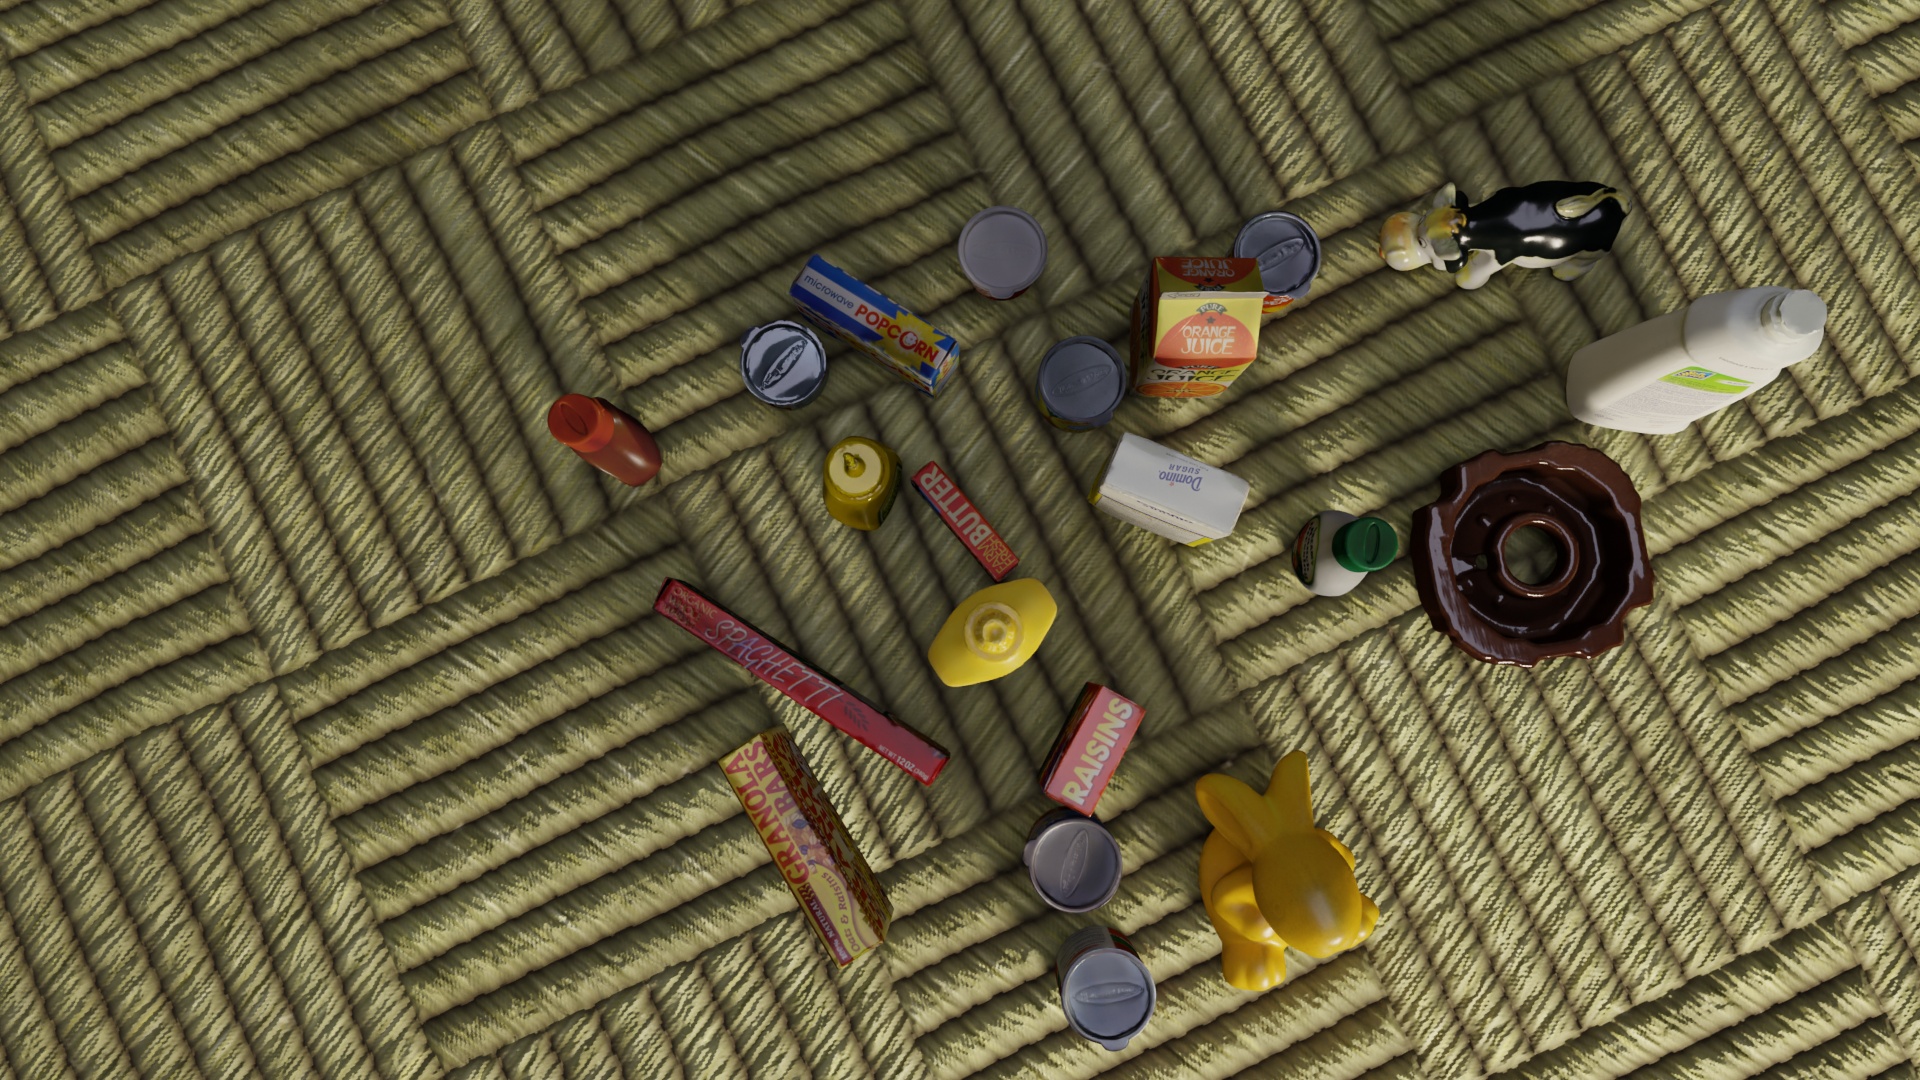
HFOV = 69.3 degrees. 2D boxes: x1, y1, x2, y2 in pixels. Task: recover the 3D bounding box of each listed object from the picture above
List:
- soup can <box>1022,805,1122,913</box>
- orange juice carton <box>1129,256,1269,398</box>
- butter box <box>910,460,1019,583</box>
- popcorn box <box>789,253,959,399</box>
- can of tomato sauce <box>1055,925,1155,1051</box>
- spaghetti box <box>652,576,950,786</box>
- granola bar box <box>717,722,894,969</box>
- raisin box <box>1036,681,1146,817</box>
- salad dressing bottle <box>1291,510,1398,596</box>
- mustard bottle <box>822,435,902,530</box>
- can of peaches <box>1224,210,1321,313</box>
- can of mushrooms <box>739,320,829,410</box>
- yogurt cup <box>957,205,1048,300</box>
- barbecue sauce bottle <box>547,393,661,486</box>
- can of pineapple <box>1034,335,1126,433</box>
[{"bbox_3d":[0.079,0.230,1.016,0.071,0.083,0.071,0,85,0],"label":"soup can"},{"bbox_3d":[0.167,-0.154,0.995,0.072,0.192,0.073,1,86,1],"label":"orange juice carton"},{"bbox_3d":[0.004,-0.013,1.053,0.024,0.053,0.103,-40,86,-3],"label":"butter box"},{"bbox_3d":[-0.064,-0.160,1.050,0.127,0.085,0.038,32,86,3],"label":"popcorn box"},{"bbox_3d":[0.104,0.322,1.008,0.071,0.083,0.071,0,85,0],"label":"can of tomato sauce"},{"bbox_3d":[-0.119,0.105,1.045,0.250,0.050,0.029,32,86,3],"label":"spaghetti box"},{"bbox_3d":[-0.109,0.215,0.998,0.039,0.124,0.165,-31,86,-2],"label":"granola bar box"},{"bbox_3d":[0.092,0.147,1.003,0.040,0.123,0.086,29,86,3],"label":"raisin box"},{"bbox_3d":[0.277,0.007,1.002,0.044,0.147,0.064,9,86,1],"label":"salad dressing bottle"},{"bbox_3d":[-0.072,-0.045,1.003,0.049,0.160,0.065,19,86,2],"label":"mustard bottle"},{"bbox_3d":[0.239,-0.210,1.067,0.071,0.058,0.071,0,85,0],"label":"can of peaches"},{"bbox_3d":[-0.137,-0.136,1.075,0.071,0.033,0.071,0,85,0],"label":"can of mushrooms"},{"bbox_3d":[0.032,-0.218,1.071,0.072,0.054,0.072,0,85,0],"label":"yogurt cup"},{"bbox_3d":[-0.261,-0.077,1.012,0.044,0.148,0.065,-39,86,-2],"label":"barbecue sauce bottle"},{"bbox_3d":[0.091,-0.116,1.059,0.071,0.058,0.071,0,85,0],"label":"can of pineapple"}]
